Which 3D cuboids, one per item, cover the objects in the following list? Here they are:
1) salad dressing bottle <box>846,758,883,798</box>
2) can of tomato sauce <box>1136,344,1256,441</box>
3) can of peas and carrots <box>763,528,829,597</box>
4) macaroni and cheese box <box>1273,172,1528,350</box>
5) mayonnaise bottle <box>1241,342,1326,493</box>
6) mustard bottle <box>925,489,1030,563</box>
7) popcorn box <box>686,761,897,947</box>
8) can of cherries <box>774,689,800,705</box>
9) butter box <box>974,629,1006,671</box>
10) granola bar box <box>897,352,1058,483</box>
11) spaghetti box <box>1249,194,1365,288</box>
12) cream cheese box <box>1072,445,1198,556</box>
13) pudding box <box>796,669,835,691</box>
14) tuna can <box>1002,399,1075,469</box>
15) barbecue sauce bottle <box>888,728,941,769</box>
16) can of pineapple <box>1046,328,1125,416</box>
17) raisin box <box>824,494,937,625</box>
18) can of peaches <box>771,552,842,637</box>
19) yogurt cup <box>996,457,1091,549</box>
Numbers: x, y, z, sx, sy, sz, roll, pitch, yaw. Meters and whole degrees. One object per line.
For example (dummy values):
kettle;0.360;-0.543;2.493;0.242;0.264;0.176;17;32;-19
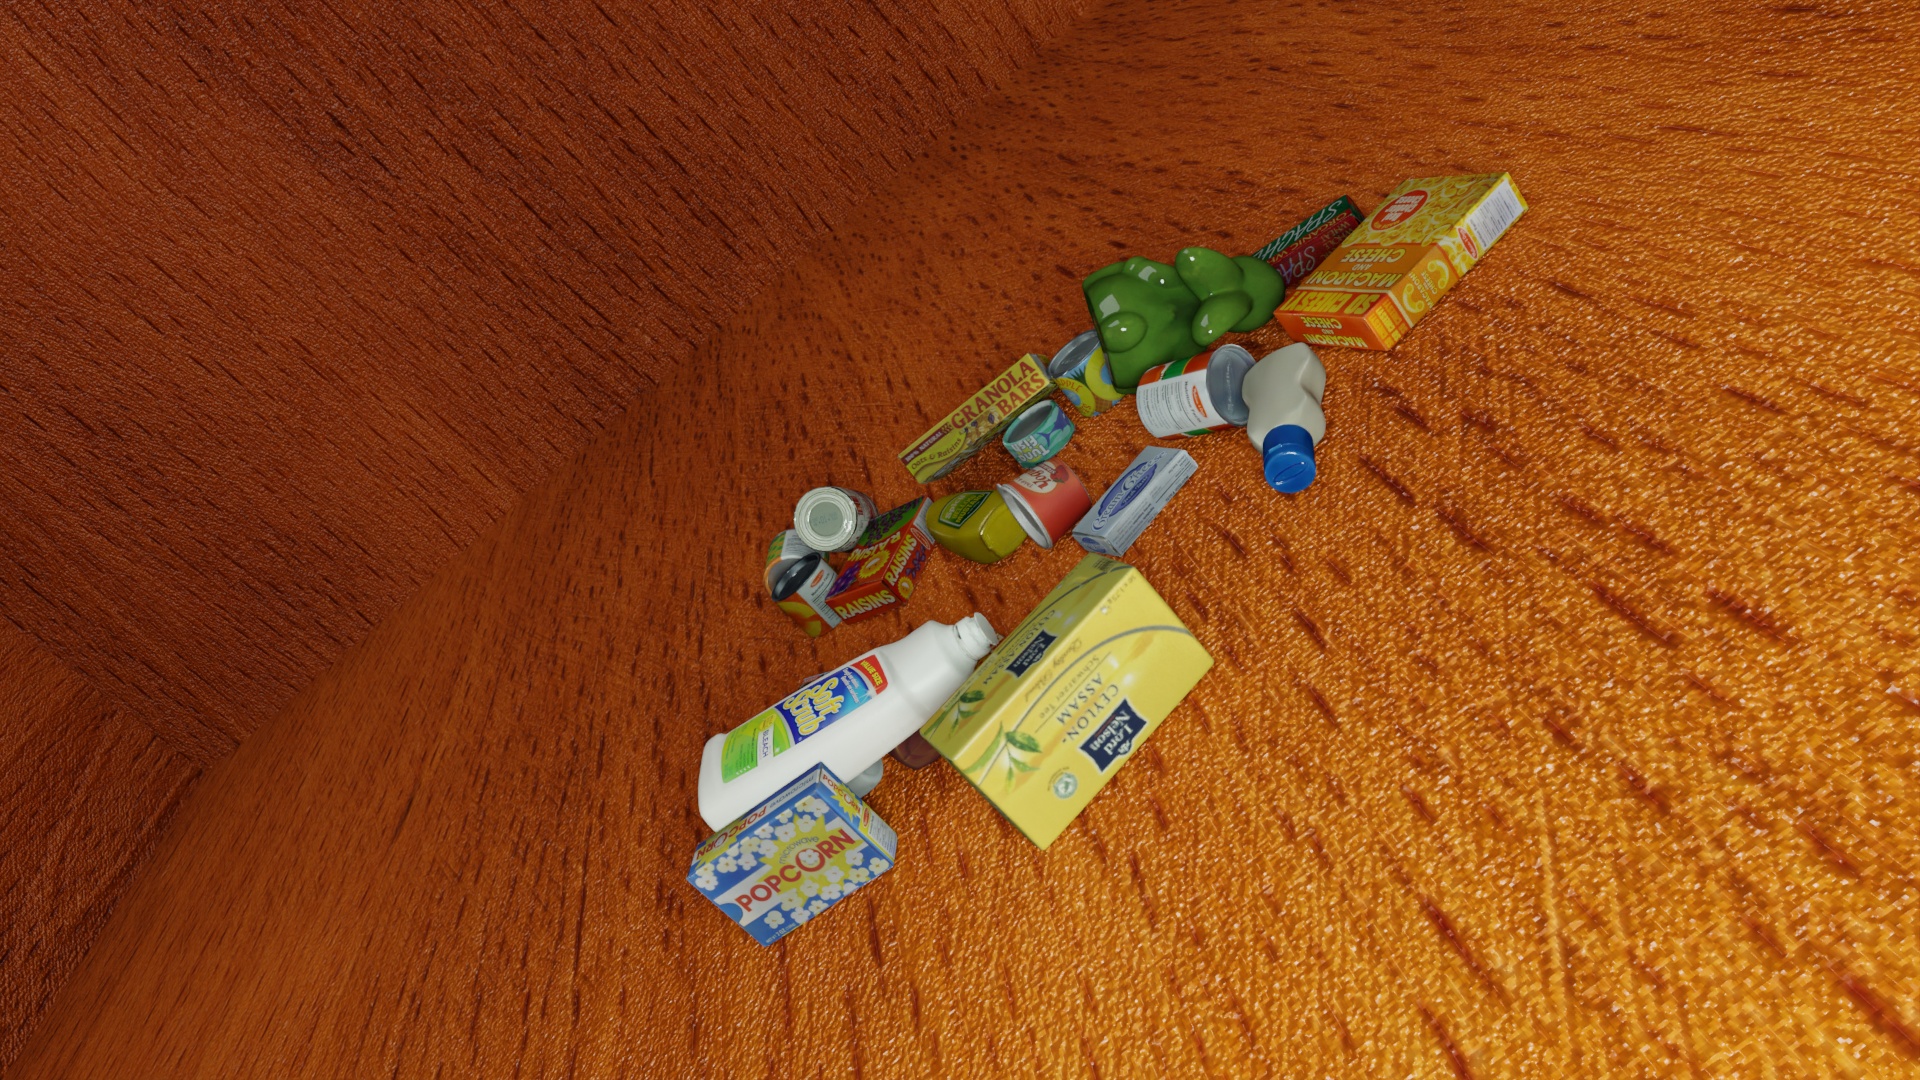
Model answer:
salad dressing bottle;-0.130;0.206;1.111;0.147;0.044;0.064;-33;25;23
can of tomato sauce;0.197;-0.120;1.137;0.083;0.071;0.071;-10;38;54
can of peas and carrots;-0.175;0.032;1.476;0.071;0.071;0.059;-35;23;17
macaroni and cheese box;0.348;-0.221;1.106;0.167;0.040;0.124;-45;22;-8
mayonnaise bottle;0.244;-0.091;1.040;0.064;0.041;0.149;-31;26;29
mustard bottle;0.005;-0.016;1.285;0.065;0.048;0.160;-47;23;-17
popcorn box;-0.120;0.227;0.999;0.126;0.085;0.038;-36;22;17
can of cherries;-0.133;0.167;1.164;0.071;0.058;0.072;-35;24;18
butter box;0.021;0.098;1.081;0.053;0.024;0.103;-44;22;-7
granola bar box;0.024;-0.123;1.405;0.165;0.039;0.124;-37;-2;12
spaghetti box;0.260;-0.233;1.288;0.249;0.028;0.050;-31;25;25
cream cheese box;0.141;-0.033;1.124;0.104;0.024;0.053;-48;22;-14
pudding box;-0.114;0.140;1.219;0.083;0.030;0.050;-19;30;44
tuna can;0.075;-0.102;1.348;0.071;0.032;0.071;-35;23;17
barbecue sauce bottle;-0.051;0.134;1.109;0.065;0.043;0.148;-47;22;-10
can of pineapple;0.125;-0.160;1.338;0.071;0.057;0.071;-35;23;17
raisin box;-0.072;0.019;1.361;0.086;0.040;0.124;-21;31;41
can of peaches;-0.148;0.055;1.396;0.071;0.058;0.071;-36;23;18
yogurt cup;0.075;-0.034;1.186;0.054;0.072;0.072;-37;21;-8
